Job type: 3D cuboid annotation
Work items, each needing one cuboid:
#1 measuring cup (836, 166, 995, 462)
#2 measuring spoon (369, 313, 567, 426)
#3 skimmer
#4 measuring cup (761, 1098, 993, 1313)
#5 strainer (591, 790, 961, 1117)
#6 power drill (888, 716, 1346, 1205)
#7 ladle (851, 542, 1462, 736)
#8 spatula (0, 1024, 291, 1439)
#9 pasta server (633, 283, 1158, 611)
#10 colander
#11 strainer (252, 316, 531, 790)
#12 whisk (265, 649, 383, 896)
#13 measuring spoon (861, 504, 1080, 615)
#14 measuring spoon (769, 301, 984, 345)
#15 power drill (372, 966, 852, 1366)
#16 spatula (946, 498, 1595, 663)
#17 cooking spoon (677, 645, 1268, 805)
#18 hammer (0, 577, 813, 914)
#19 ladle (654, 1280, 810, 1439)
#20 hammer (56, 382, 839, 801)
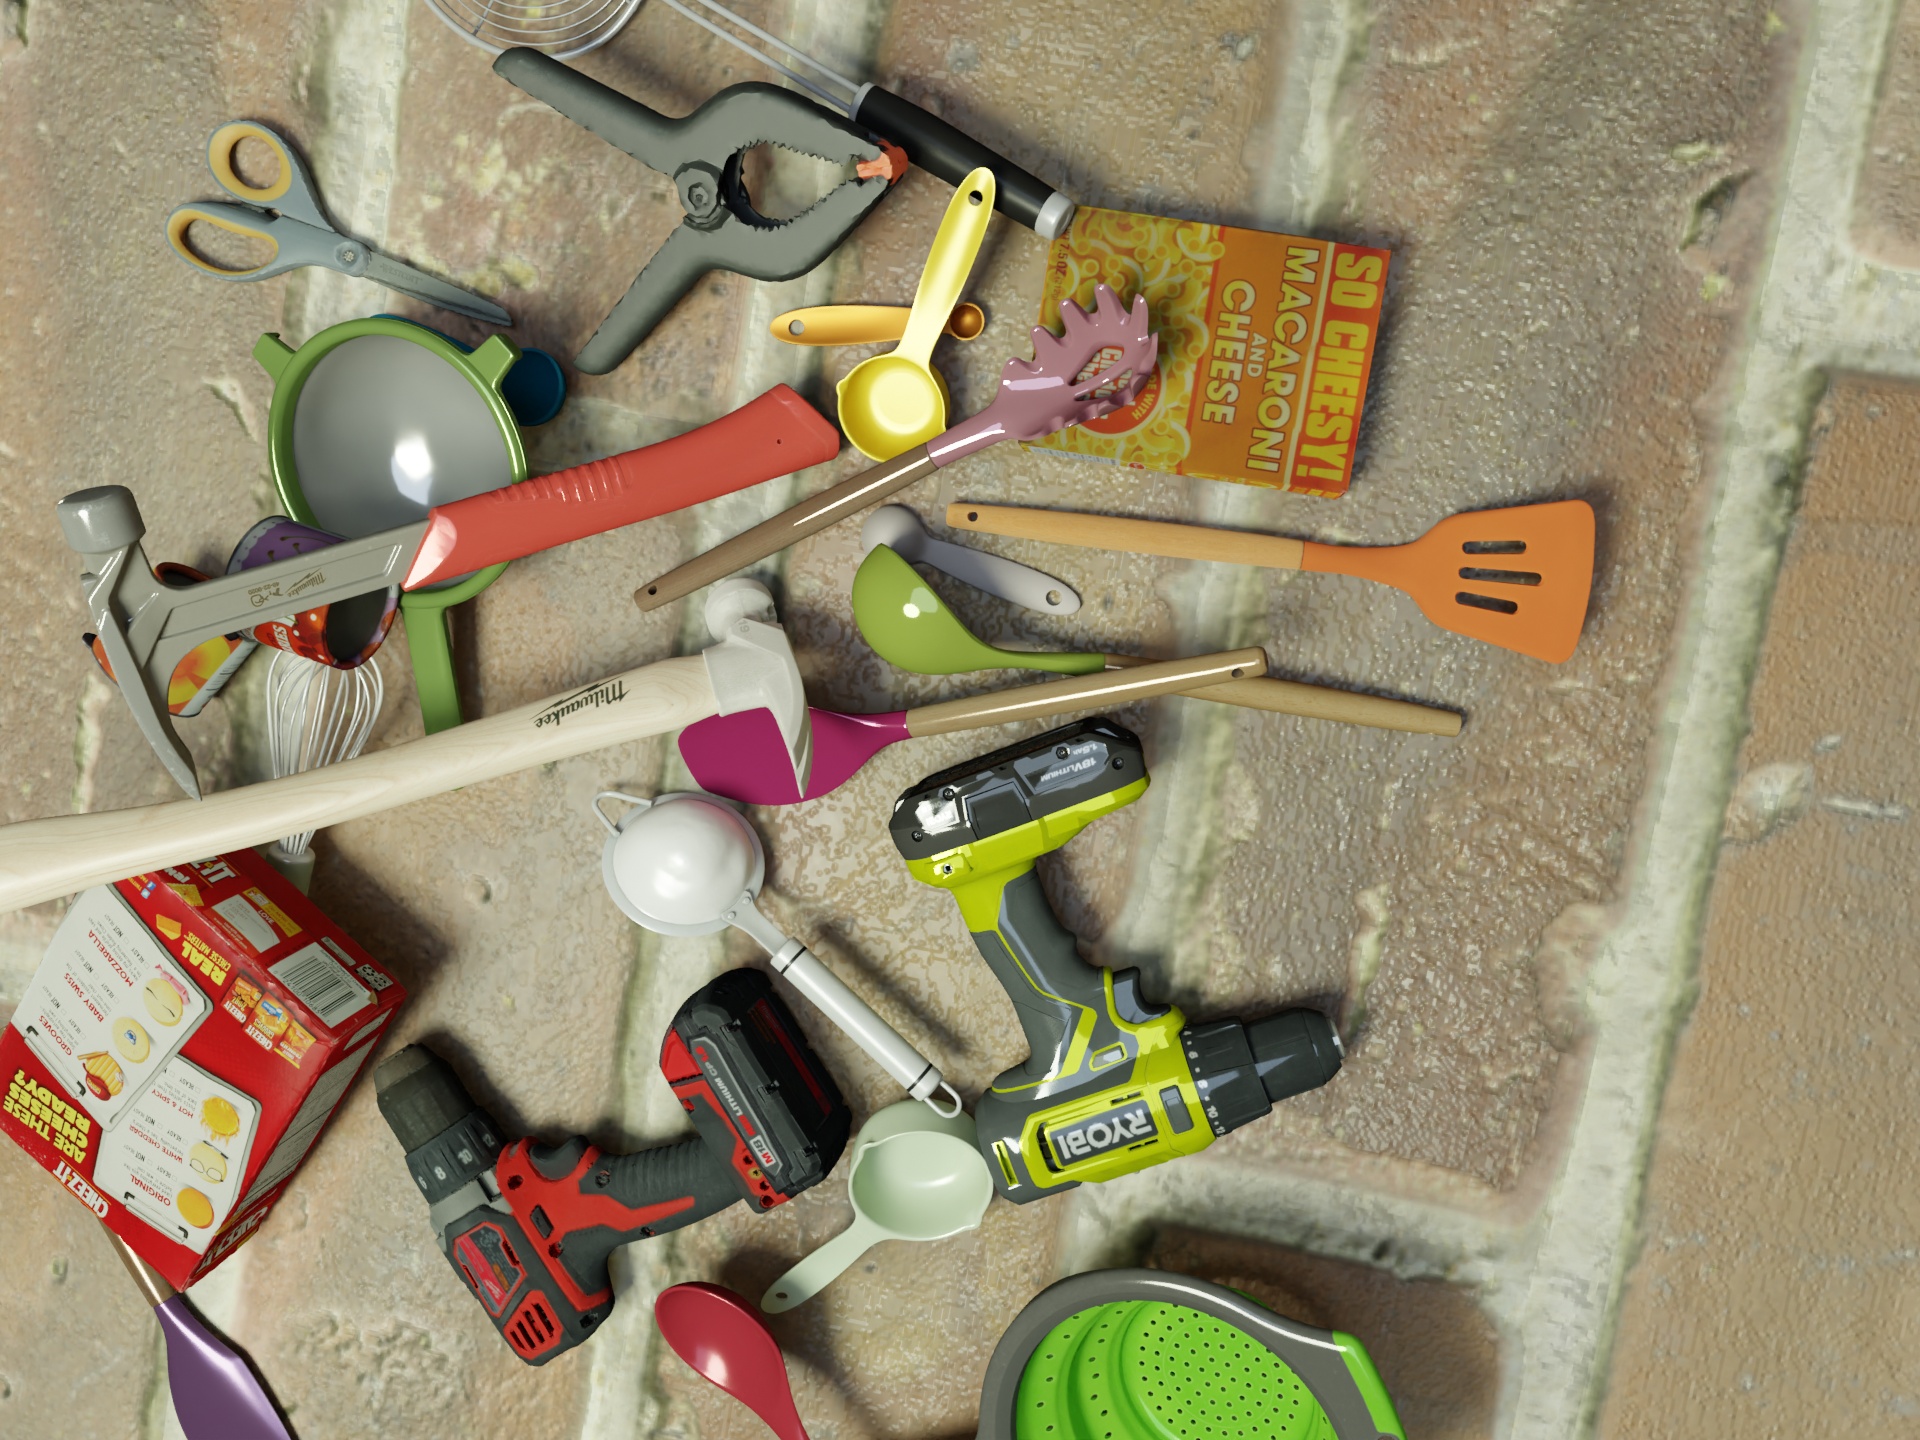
[{"bbox_3d":[-0.014,-0.205,0.808,0.062,0.029,0.156,25,115,1],"label":"measuring cup"},{"bbox_3d":[-0.268,-0.195,0.869,0.129,0.021,0.042,23,97,14],"label":"measuring spoon"},{"bbox_3d":[-0.112,-0.331,0.787,0.363,0.090,0.127,33,123,9],"label":"skimmer"},{"bbox_3d":[-0.052,0.265,0.863,0.083,0.038,0.167,39,112,-19],"label":"measuring cup"},{"bbox_3d":[-0.095,0.116,0.836,0.258,0.050,0.087,42,57,4],"label":"strainer"},{"bbox_3d":[0.076,0.119,0.819,0.190,0.080,0.228,-20,94,8],"label":"power drill"},{"bbox_3d":[0.101,-0.035,0.818,0.320,0.078,0.062,9,85,-1],"label":"ladle"},{"bbox_3d":[-0.477,0.316,0.925,0.060,0.018,0.316,-28,91,9],"label":"spatula"},{"bbox_3d":[-0.041,-0.126,0.808,0.316,0.040,0.060,-24,72,19],"label":"pasta server"},{"bbox_3d":[0.051,0.382,0.843,0.397,0.094,0.204,-21,90,25],"label":"colander"},{"bbox_3d":[-0.279,-0.090,0.858,0.151,0.069,0.256,4,112,15],"label":"strainer"},{"bbox_3d":[-0.366,0.065,0.872,0.059,0.058,0.246,15,106,-13],"label":"whisk"},{"bbox_3d":[0.005,-0.082,0.841,0.124,0.018,0.034,21,96,4],"label":"measuring spoon"},{"bbox_3d":[-0.044,-0.210,0.844,0.117,0.011,0.021,0,95,10],"label":"measuring spoon"},{"bbox_3d":[-0.195,0.220,0.859,0.226,0.080,0.188,-32,89,11],"label":"power drill"},{"bbox_3d":[0.151,-0.088,0.813,0.322,0.041,0.081,7,96,7],"label":"spatula"},{"bbox_3d":[-0.001,-0.003,0.812,0.319,0.017,0.068,-10,121,20],"label":"cooking spoon"},{"bbox_3d":[-0.276,0.032,0.774,0.410,0.146,0.038,-16,132,-8],"label":"hammer"},{"bbox_3d":[-0.055,0.420,0.829,0.069,0.031,0.315,-40,84,36],"label":"ladle"},{"bbox_3d":[-0.226,-0.086,0.780,0.359,0.037,0.149,-20,120,-21],"label":"hammer"}]
